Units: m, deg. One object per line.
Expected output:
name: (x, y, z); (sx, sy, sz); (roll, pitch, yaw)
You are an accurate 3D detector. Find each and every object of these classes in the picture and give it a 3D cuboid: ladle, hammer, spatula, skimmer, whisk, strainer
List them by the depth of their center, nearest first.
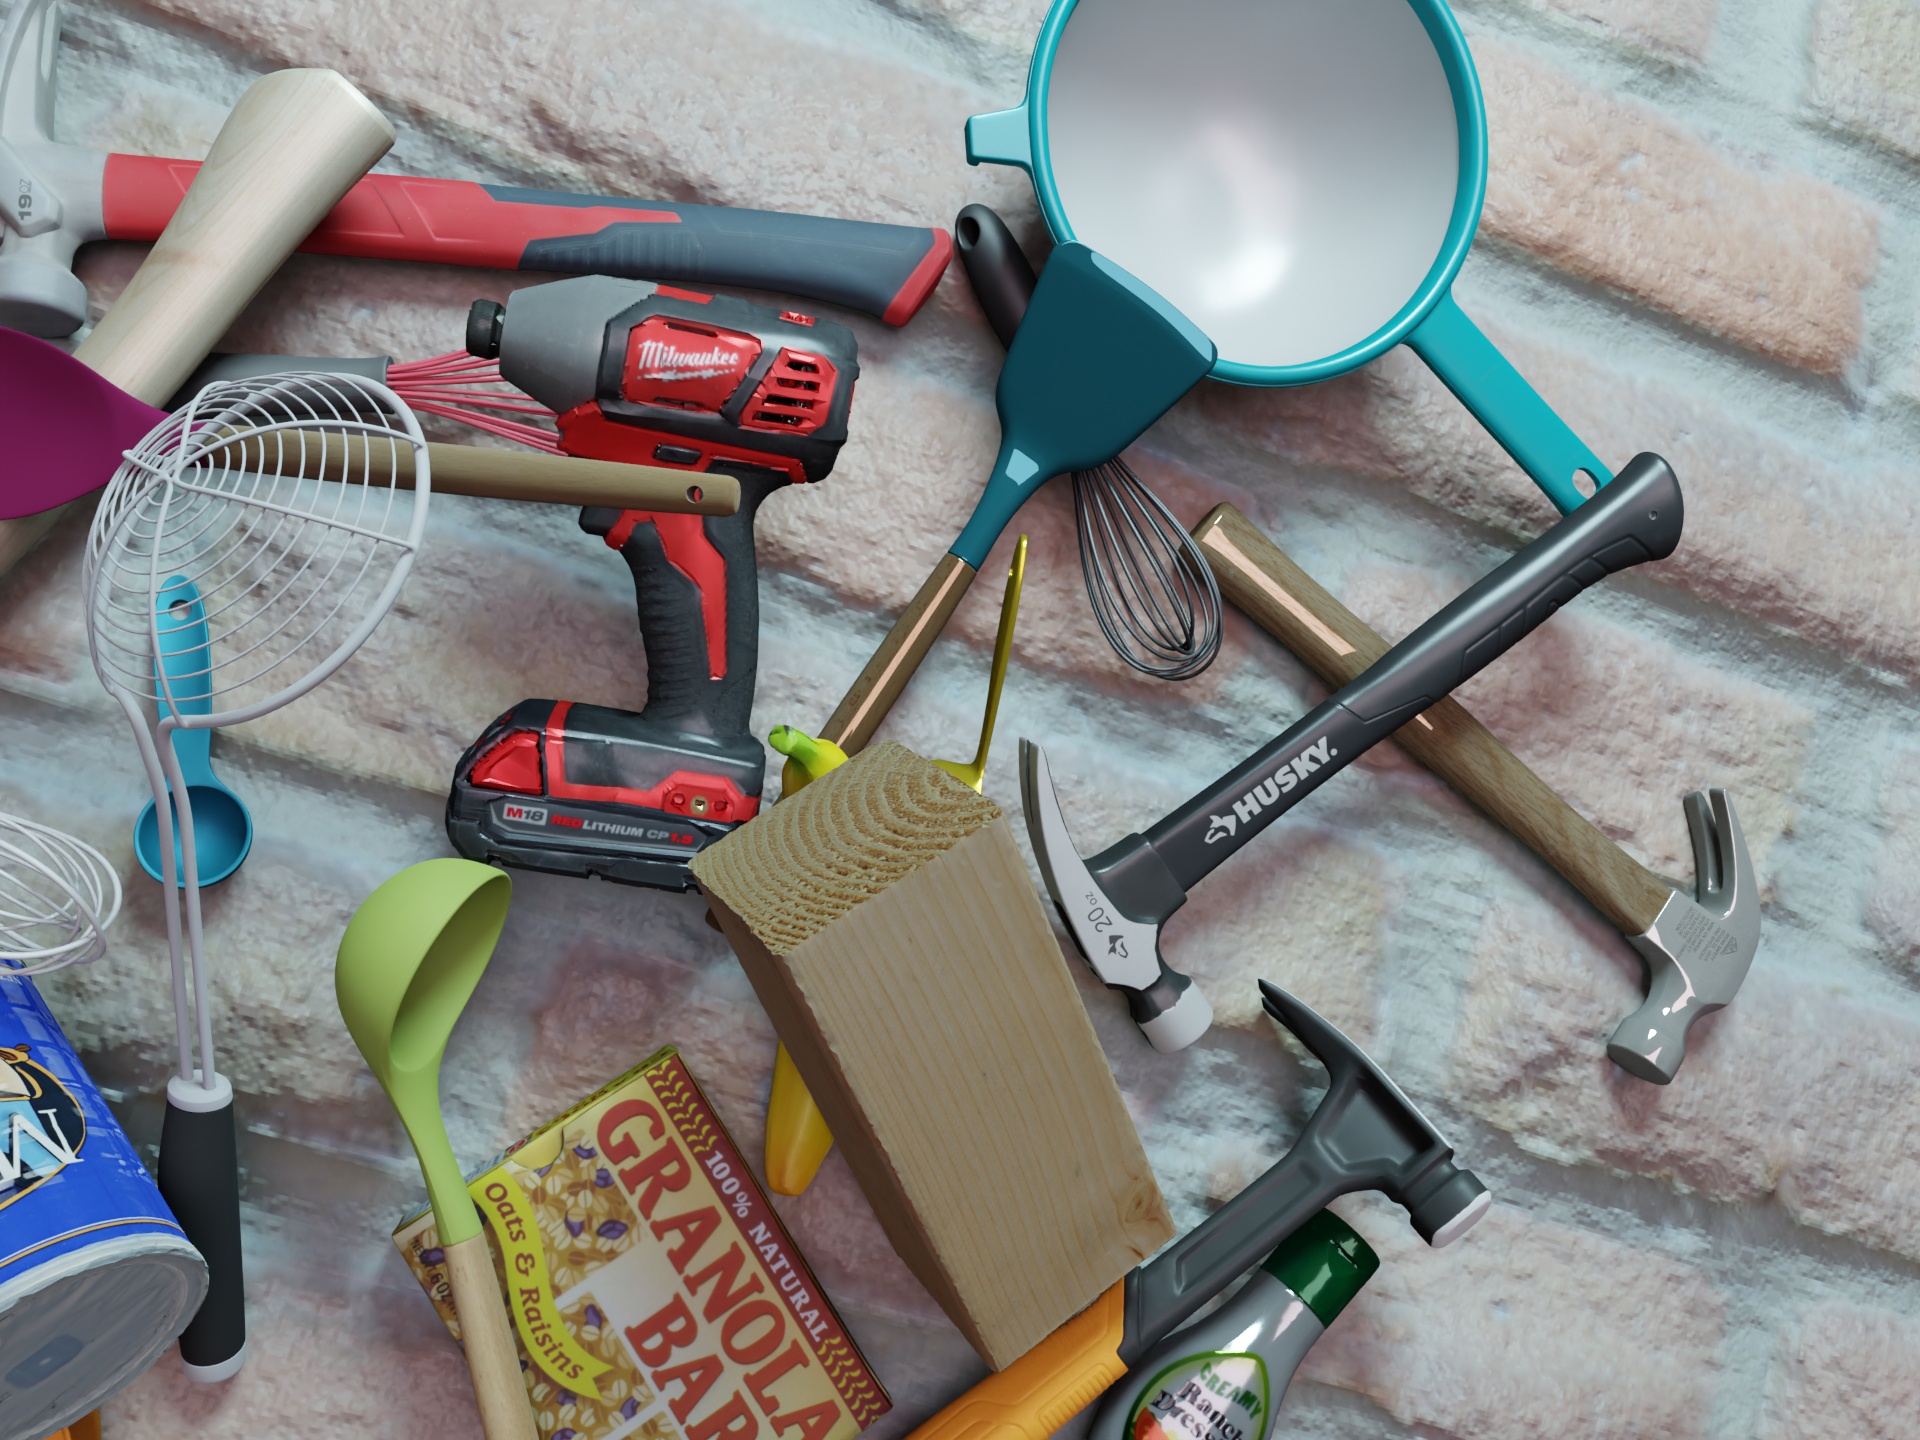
whisk: (-0.394, 0.016, 0.532); (0.246, 0.059, 0.058); (28, 45, 0)
skimmer: (-0.240, 0.064, 0.552); (0.127, 0.090, 0.363); (18, 113, 27)
ladle: (-0.159, 0.207, 0.565); (0.062, 0.078, 0.320); (-13, 91, 6)
hammer: (-0.348, -0.071, 0.586); (0.146, 0.038, 0.410); (39, 83, -4)
hammer: (0.045, 0.249, 0.641); (0.337, 0.034, 0.127); (-36, 57, -9)
whisk: (-0.211, -0.136, 0.644); (0.295, 0.073, 0.073); (-1, 82, -7)
spatula: (-0.013, -0.046, 0.660); (0.082, 0.044, 0.317); (34, 86, -10)
hammer: (-0.195, -0.223, 0.672); (0.386, 0.038, 0.143); (1, 80, -13)
hammer: (0.177, -0.012, 0.688); (0.335, 0.035, 0.146); (-36, 102, -6)
whisk: (0.052, -0.126, 0.712); (0.055, 0.055, 0.239); (-23, 82, -15)
strainer: (0.166, -0.207, 0.728); (0.340, 0.095, 0.211); (42, 82, -13)
hammer: (0.237, 0.015, 0.737); (0.331, 0.031, 0.130); (40, 76, -4)

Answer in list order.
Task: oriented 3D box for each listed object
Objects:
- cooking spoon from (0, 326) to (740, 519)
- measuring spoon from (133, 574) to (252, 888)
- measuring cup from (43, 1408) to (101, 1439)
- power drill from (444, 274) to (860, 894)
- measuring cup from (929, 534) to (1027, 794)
cooking spoon: (-0.235, -0.093, 0.555); (0.319, 0.017, 0.069); (6, 94, 2)
measuring spoon: (-0.303, 0.005, 0.627); (0.042, 0.021, 0.129); (-7, 74, -14)
measuring cup: (-0.321, 0.289, 0.559); (0.173, 0.052, 0.095); (46, 75, -5)
power drill: (-0.126, -0.055, 0.604); (0.143, 0.079, 0.219); (10, 100, -11)
measuring cup: (-0.001, -0.002, 0.649); (0.029, 0.062, 0.156); (10, 107, -7)
